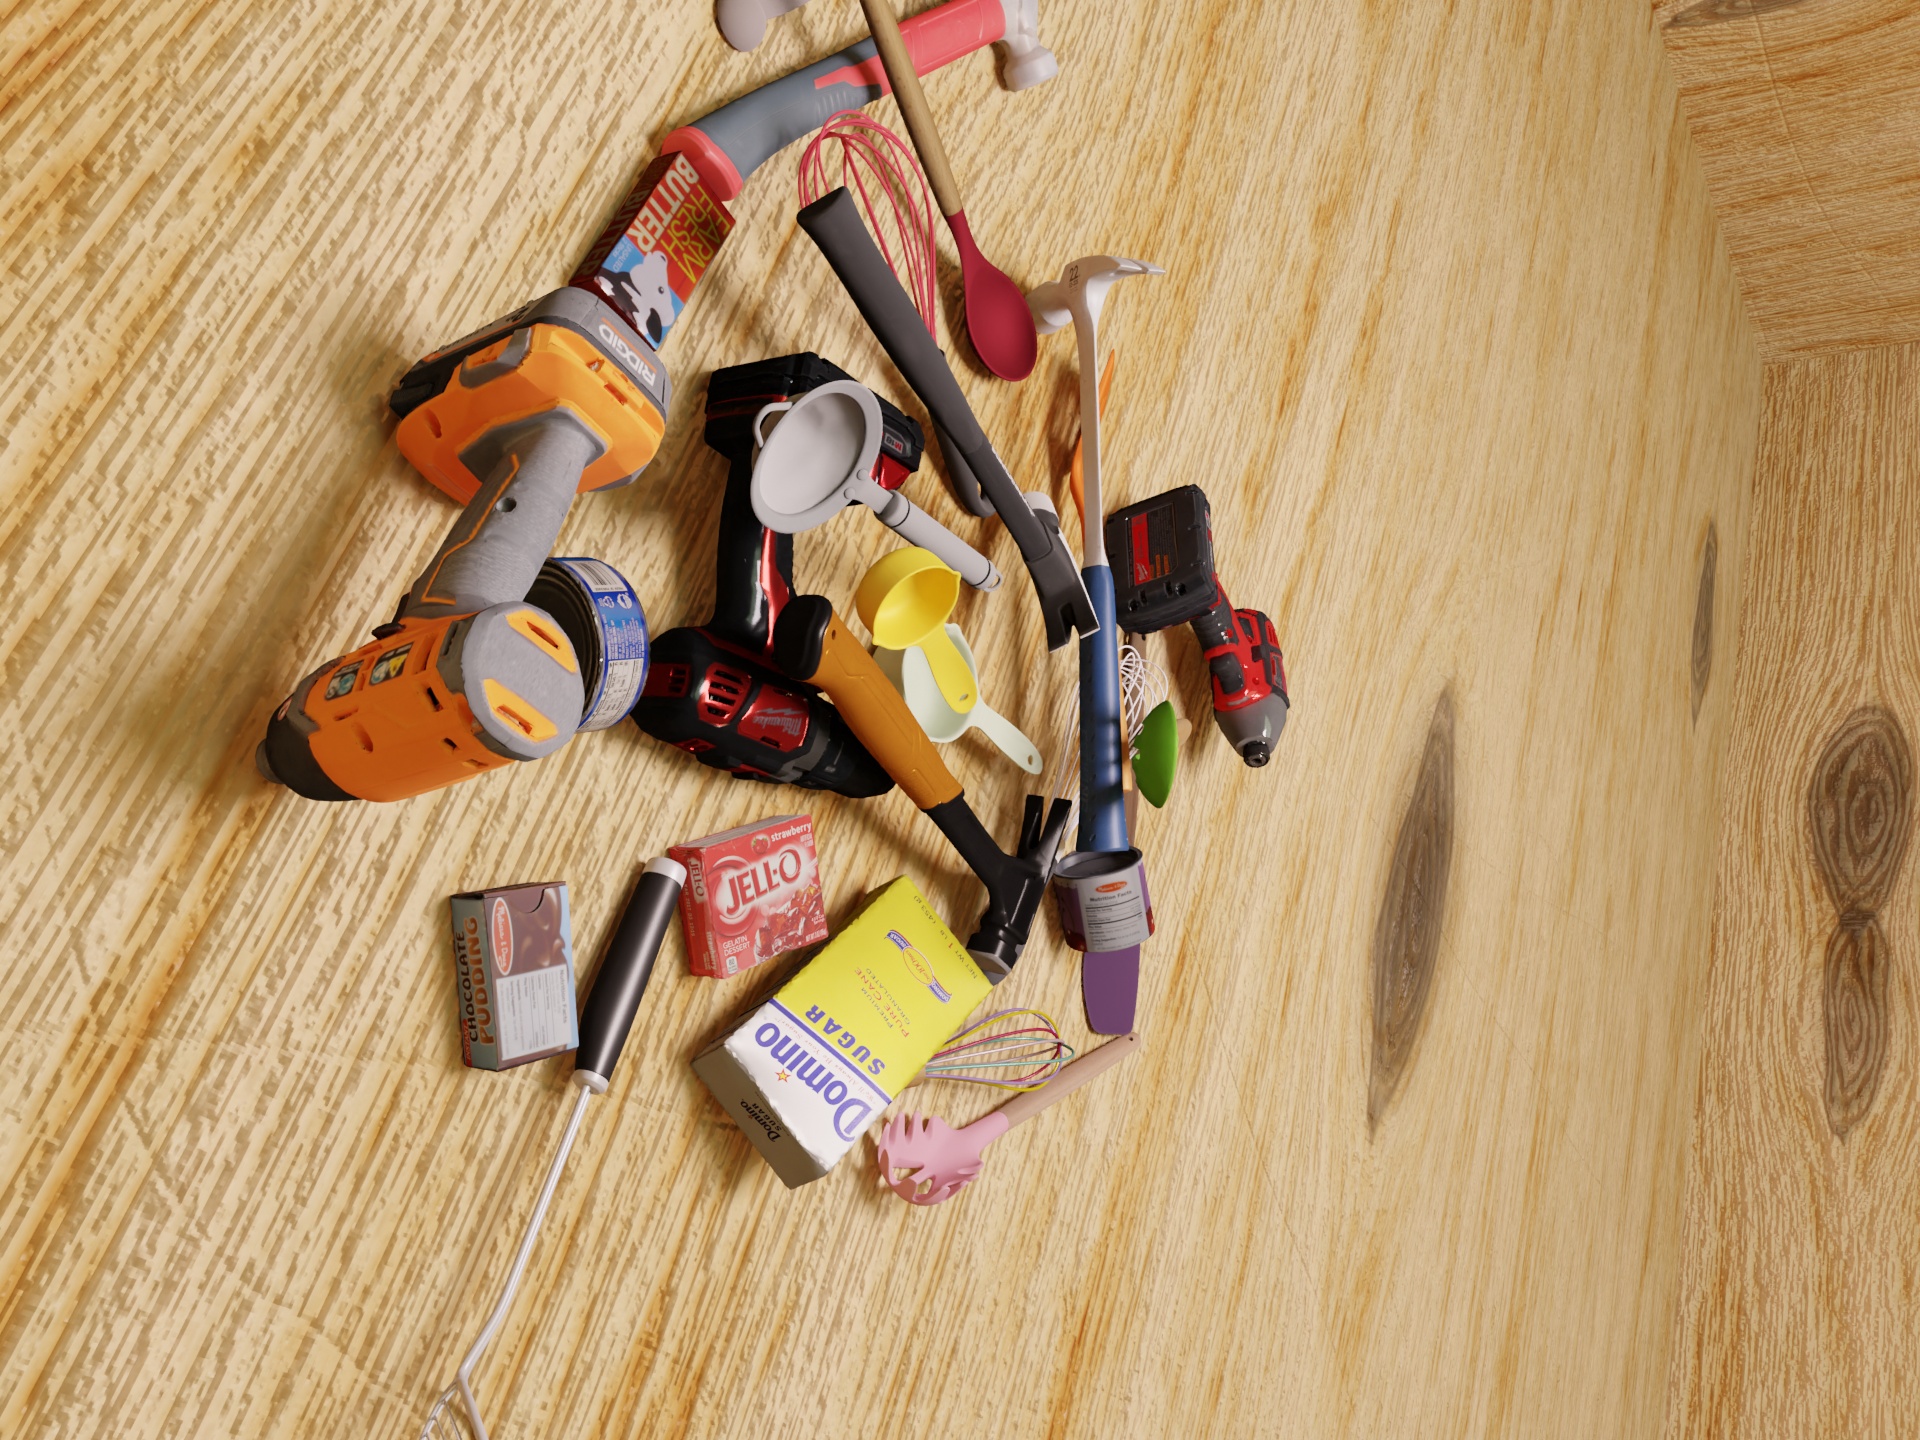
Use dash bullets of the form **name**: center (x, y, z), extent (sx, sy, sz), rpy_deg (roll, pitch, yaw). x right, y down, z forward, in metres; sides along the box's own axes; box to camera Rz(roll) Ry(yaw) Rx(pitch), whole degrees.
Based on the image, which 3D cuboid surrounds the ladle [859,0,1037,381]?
- **ladle**: center (-0.013, -0.345, 1.008), extent (0.069, 0.031, 0.315), rpy_deg (-63, 145, -30)

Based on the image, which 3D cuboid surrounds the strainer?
- **strainer**: center (-0.044, -0.118, 0.863), extent (0.087, 0.050, 0.258), rpy_deg (-53, 145, 5)

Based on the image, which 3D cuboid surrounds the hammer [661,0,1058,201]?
- **hammer**: center (-0.060, -0.421, 0.989), extent (0.386, 0.038, 0.143), rpy_deg (-47, 122, -43)

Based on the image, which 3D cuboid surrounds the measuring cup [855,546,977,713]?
- **measuring cup**: center (-0.020, -0.048, 0.919), extent (0.062, 0.029, 0.156), rpy_deg (-39, 151, -6)

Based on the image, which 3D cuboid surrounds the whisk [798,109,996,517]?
- **whisk**: center (-0.027, -0.239, 0.987), extent (0.073, 0.073, 0.295), rpy_deg (-63, 145, -33)

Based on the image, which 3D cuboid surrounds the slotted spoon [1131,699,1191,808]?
- **slotted spoon**: center (0.149, 0.015, 1.137), extent (0.314, 0.031, 0.070), rpy_deg (-16, 112, -78)

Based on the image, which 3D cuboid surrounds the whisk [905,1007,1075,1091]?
- **whisk**: center (-0.013, 0.219, 0.996), extent (0.244, 0.051, 0.047), rpy_deg (2, 110, -47)

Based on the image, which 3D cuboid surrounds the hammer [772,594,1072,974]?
- **hammer**: center (-0.017, 0.027, 0.931), extent (0.336, 0.034, 0.127), rpy_deg (54, 51, -51)

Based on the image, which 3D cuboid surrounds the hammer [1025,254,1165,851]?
- **hammer**: center (0.093, -0.115, 1.075), extent (0.035, 0.144, 0.405), rpy_deg (0, 86, -24)

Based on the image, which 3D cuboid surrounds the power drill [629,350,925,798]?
- **power drill**: center (-0.086, -0.071, 0.902), extent (0.187, 0.080, 0.227), rpy_deg (25, 71, -48)

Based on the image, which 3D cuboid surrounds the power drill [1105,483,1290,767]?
- **power drill**: center (0.195, -0.066, 1.240), extent (0.219, 0.078, 0.143), rpy_deg (47, 34, -43)

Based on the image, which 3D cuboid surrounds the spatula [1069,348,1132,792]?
- **spatula**: center (0.106, -0.106, 1.137), extent (0.081, 0.041, 0.323), rpy_deg (91, -6, -74)

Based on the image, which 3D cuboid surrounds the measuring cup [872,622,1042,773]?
- **measuring cup**: center (-0.002, -0.003, 1.036), extent (0.167, 0.038, 0.083), rpy_deg (39, 58, -46)

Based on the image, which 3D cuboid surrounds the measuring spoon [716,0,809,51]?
- **measuring spoon**: center (-0.103, -0.434, 0.950), extent (0.124, 0.018, 0.034), rpy_deg (-53, 127, -41)

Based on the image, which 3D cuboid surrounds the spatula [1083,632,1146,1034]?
- **spatula**: center (0.123, 0.077, 1.205), extent (0.059, 0.018, 0.316), rpy_deg (14, 76, -39)

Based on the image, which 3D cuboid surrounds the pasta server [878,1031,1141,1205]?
- **pasta server**: center (0.045, 0.258, 1.076), extent (0.316, 0.060, 0.040), rpy_deg (-13, 139, -54)

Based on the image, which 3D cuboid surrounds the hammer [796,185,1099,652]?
- **hammer**: center (-0.002, -0.174, 0.932), extent (0.334, 0.035, 0.146), rpy_deg (52, 16, -47)

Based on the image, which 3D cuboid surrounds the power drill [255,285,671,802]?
- **power drill**: center (-0.218, -0.067, 0.685), extent (0.084, 0.164, 0.227), rpy_deg (44, 42, -41)

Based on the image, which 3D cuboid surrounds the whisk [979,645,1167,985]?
- **whisk**: center (0.073, 0.063, 1.116), extent (0.070, 0.070, 0.285), rpy_deg (52, 54, -37)

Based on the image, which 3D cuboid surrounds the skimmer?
- **skimmer**: center (-0.170, 0.239, 0.756), extent (0.090, 0.127, 0.364), rpy_deg (19, 60, -6)
